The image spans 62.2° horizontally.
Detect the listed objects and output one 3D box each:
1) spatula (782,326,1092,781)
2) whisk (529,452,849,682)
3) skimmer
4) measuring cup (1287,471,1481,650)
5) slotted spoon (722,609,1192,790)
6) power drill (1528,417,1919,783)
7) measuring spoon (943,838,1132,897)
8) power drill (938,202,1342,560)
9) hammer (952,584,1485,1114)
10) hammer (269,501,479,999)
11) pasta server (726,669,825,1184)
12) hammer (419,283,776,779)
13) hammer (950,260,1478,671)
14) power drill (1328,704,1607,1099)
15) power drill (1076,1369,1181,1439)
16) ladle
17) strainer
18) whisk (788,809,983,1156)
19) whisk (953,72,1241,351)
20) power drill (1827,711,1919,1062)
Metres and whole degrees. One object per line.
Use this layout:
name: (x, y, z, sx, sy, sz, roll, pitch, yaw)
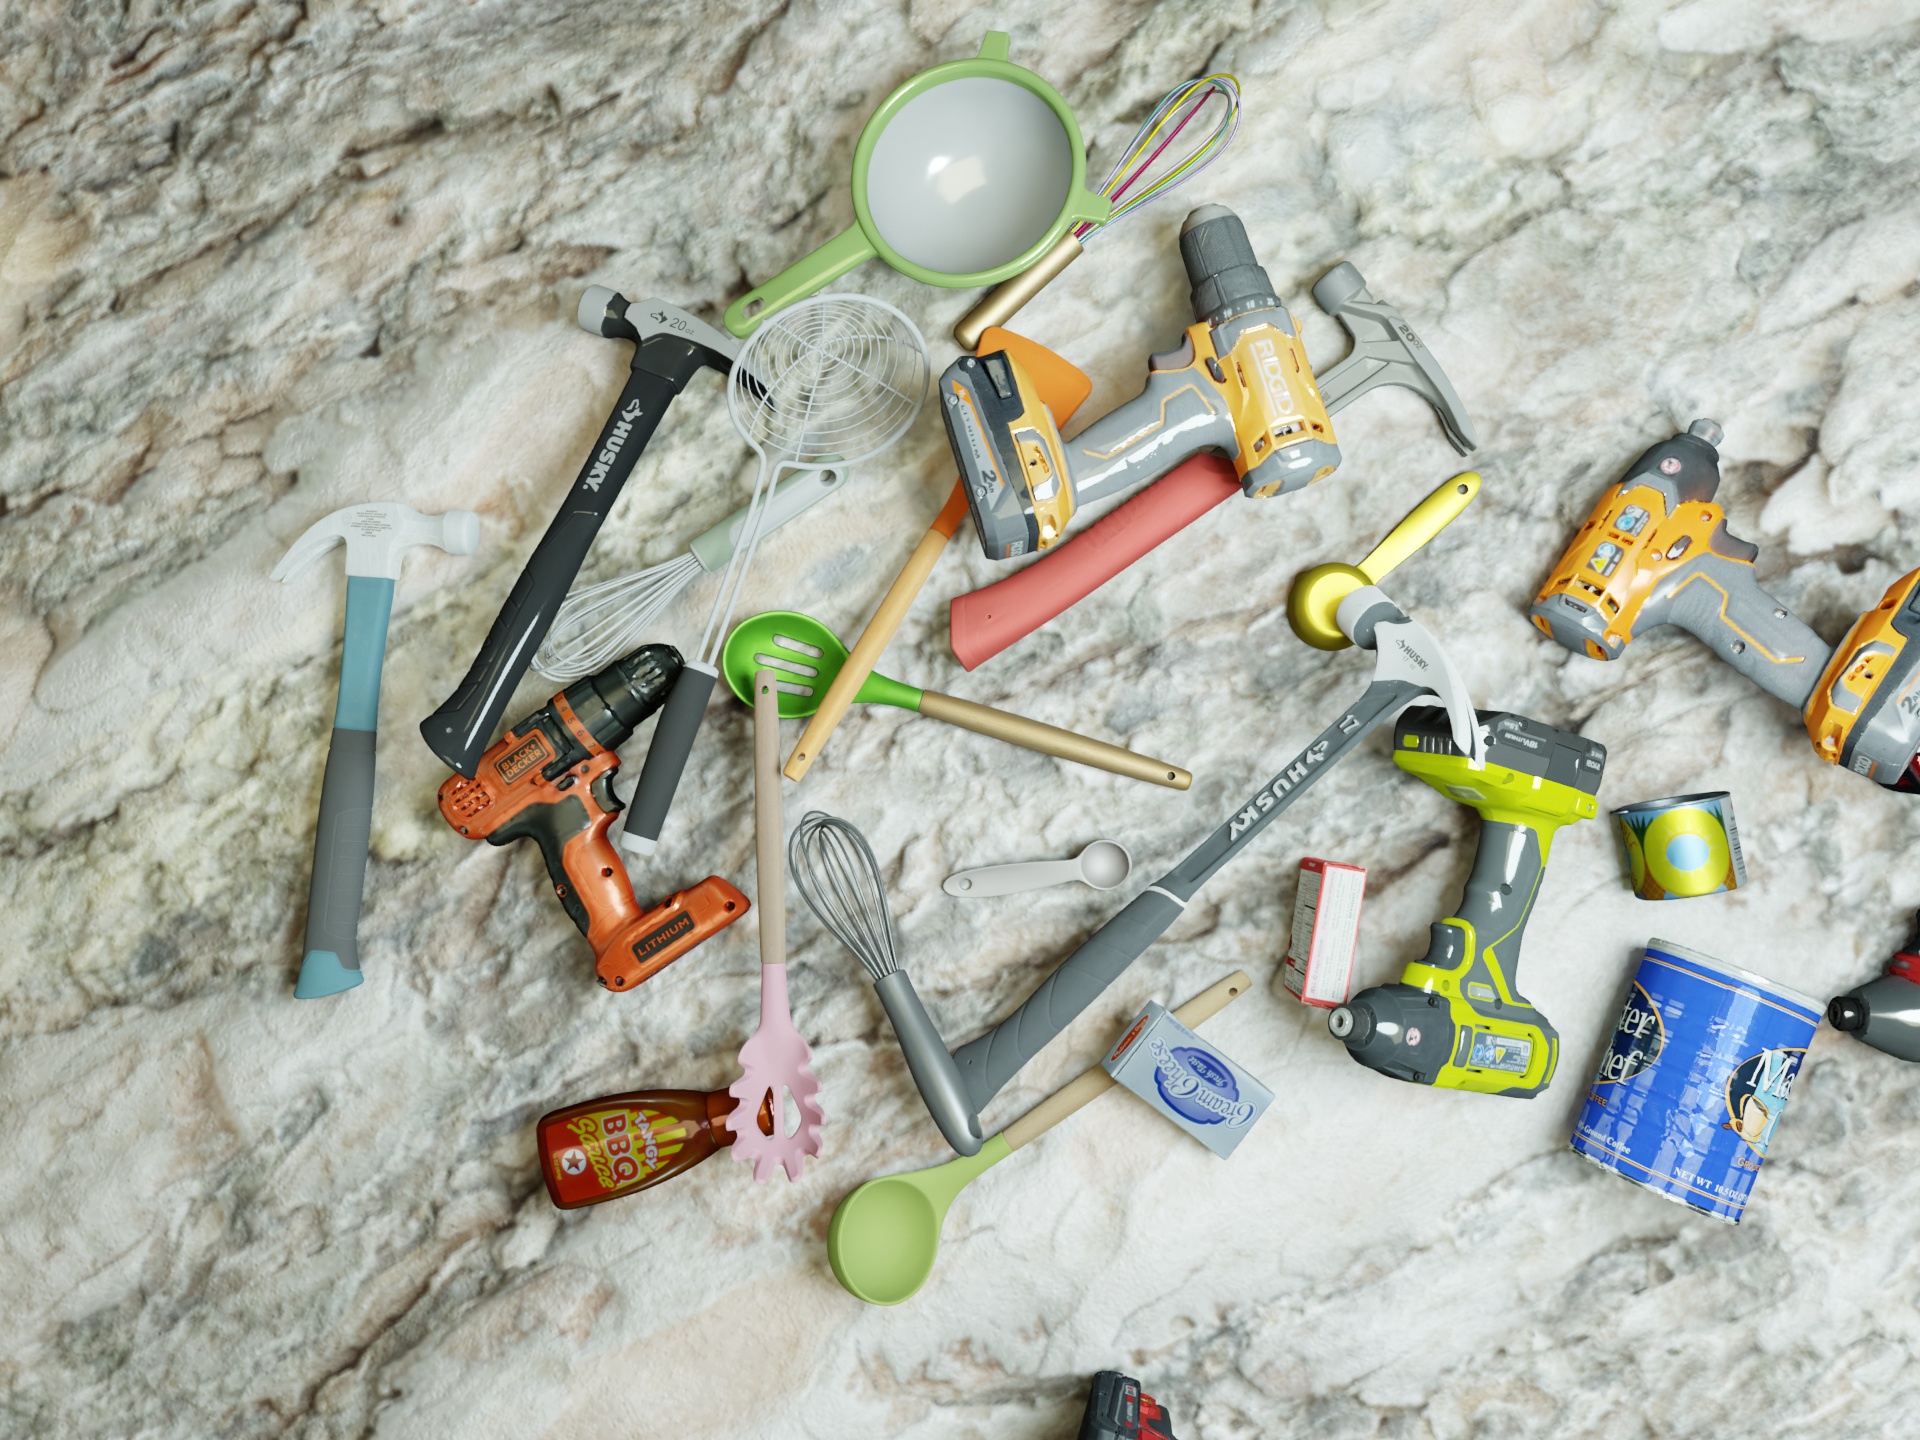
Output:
spatula: (-0.026, -0.102, 1.018, 0.081, 0.041, 0.323, 30, 78, 3)
whisk: (-0.177, -0.102, 1.039, 0.246, 0.059, 0.057, -34, 118, -3)
skimmer: (-0.125, -0.086, 0.976, 0.127, 0.090, 0.363, 23, 84, -38)
measuring cup: (0.277, -0.107, 1.021, 0.156, 0.029, 0.062, -42, 86, 2)
slotted spoon: (-0.002, -0.003, 1.034, 0.314, 0.031, 0.070, 16, 89, 2)
power drill: (0.485, -0.080, 0.955, 0.227, 0.084, 0.164, 33, 89, 30)
measuring spoon: (0.050, 0.098, 1.034, 0.124, 0.018, 0.034, -9, 104, 9)
power drill: (0.102, -0.209, 0.980, 0.226, 0.084, 0.185, -16, 83, -1)
hammer: (0.142, 0.099, 0.969, 0.409, 0.149, 0.036, -45, 126, 12)
hammer: (-0.401, 0.020, 1.051, 0.128, 0.033, 0.331, 5, 88, 3)
pasta server: (-0.118, 0.124, 0.994, 0.060, 0.040, 0.316, -2, 84, -4)
hammer: (-0.242, -0.116, 1.008, 0.146, 0.035, 0.335, 22, 75, 10)
hammer: (0.149, -0.137, 1.028, 0.359, 0.036, 0.149, -35, 86, 0)
power drill: (0.303, 0.109, 0.957, 0.171, 0.080, 0.223, 15, 85, -32)
power drill: (0.175, 0.472, 0.924, 0.227, 0.188, 0.080, 15, 87, 8)
ladle: (0.054, 0.256, 1.004, 0.320, 0.062, 0.078, -34, 104, -2)
strainer: (-0.036, -0.314, 1.032, 0.256, 0.069, 0.151, -31, 79, 7)
whisk: (-0.045, 0.163, 1.001, 0.055, 0.055, 0.239, -28, 76, 1)
whisk: (0.088, -0.333, 1.038, 0.245, 0.047, 0.051, -42, 87, 4)
power drill: (0.609, 0.102, 0.973, 0.143, 0.078, 0.219, 1, 90, 4)
